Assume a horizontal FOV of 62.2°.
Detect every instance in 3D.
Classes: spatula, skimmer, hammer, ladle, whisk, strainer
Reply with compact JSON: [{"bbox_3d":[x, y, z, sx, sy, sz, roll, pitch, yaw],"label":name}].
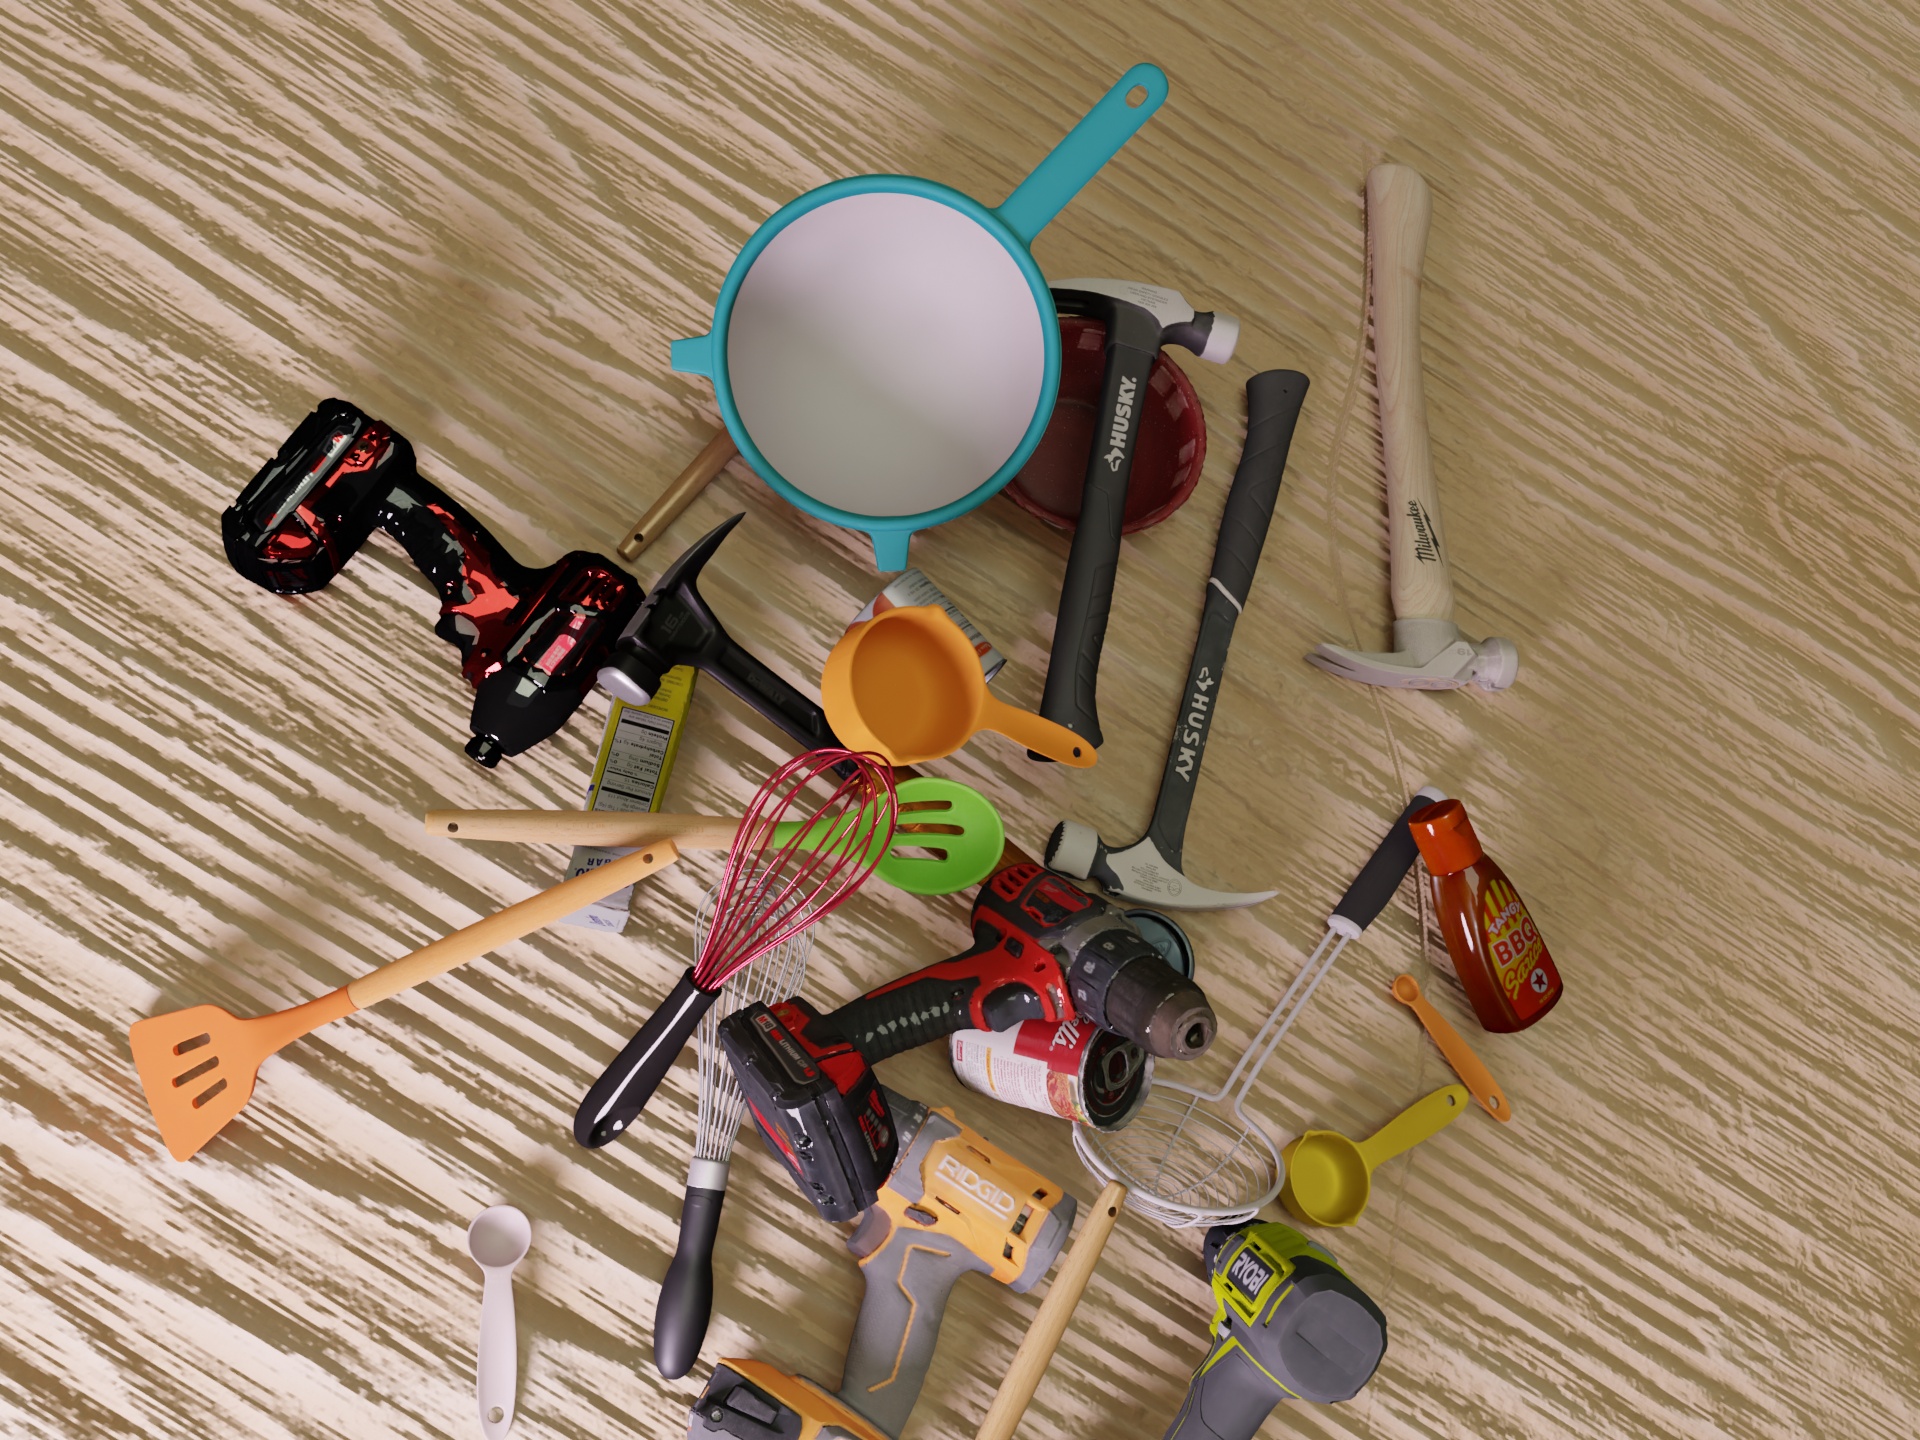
[{"bbox_3d":[-0.297,0.136,0.848,0.322,0.041,0.081,-25,82,-1],"label":"spatula"},{"bbox_3d":[0.206,0.158,0.982,0.127,0.090,0.363,26,63,31],"label":"skimmer"},{"bbox_3d":[0.313,-0.222,1.151,0.146,0.038,0.411,4,72,-10],"label":"hammer"},{"bbox_3d":[0.015,0.392,0.855,0.069,0.031,0.315,29,84,-18],"label":"ladle"},{"bbox_3d":[0.179,-0.064,1.073,0.149,0.036,0.409,20,70,-8],"label":"hammer"},{"bbox_3d":[-0.138,0.224,0.904,0.070,0.070,0.285,12,76,-9],"label":"whisk"},{"bbox_3d":[-0.129,0.127,0.858,0.073,0.073,0.295,37,108,0],"label":"whisk"},{"bbox_3d":[-0.047,0.025,0.940,0.336,0.034,0.127,40,63,-19],"label":"hammer"},{"bbox_3d":[0.084,-0.132,1.011,0.146,0.035,0.335,15,72,-9],"label":"hammer"},{"bbox_3d":[-0.115,-0.225,1.043,0.078,0.062,0.320,41,72,-6],"label":"ladle"},{"bbox_3d":[-0.002,-0.270,0.992,0.211,0.095,0.340,44,92,-8],"label":"strainer"}]

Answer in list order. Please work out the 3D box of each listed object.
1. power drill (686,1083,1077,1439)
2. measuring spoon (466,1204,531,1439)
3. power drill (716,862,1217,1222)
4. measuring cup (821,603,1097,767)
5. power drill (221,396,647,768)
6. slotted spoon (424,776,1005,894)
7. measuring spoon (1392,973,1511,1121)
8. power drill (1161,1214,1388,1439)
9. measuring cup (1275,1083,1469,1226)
[{"bbox_3d":[-0.064,0.313,0.882,0.185,0.084,0.226,34,65,1],"label":"power drill"},{"bbox_3d":[-0.253,0.328,0.869,0.034,0.018,0.124,1,80,-13],"label":"measuring spoon"},{"bbox_3d":[0.006,0.166,0.841,0.226,0.188,0.080,-27,116,-20],"label":"power drill"},{"bbox_3d":[-0.001,-0.003,0.923,0.173,0.052,0.095,23,70,-28],"label":"measuring cup"},{"bbox_3d":[-0.312,-0.077,0.943,0.219,0.078,0.143,33,70,-5],"label":"power drill"},{"bbox_3d":[-0.129,0.060,0.873,0.313,0.031,0.070,3,103,-17],"label":"slotted spoon"},{"bbox_3d":[0.319,0.214,1.036,0.021,0.011,0.117,-37,88,-32],"label":"measuring spoon"},{"bbox_3d":[0.126,0.376,0.865,0.080,0.190,0.228,37,83,-2],"label":"power drill"},{"bbox_3d":[0.261,0.268,1.002,0.156,0.029,0.062,-20,79,-30],"label":"measuring cup"}]
